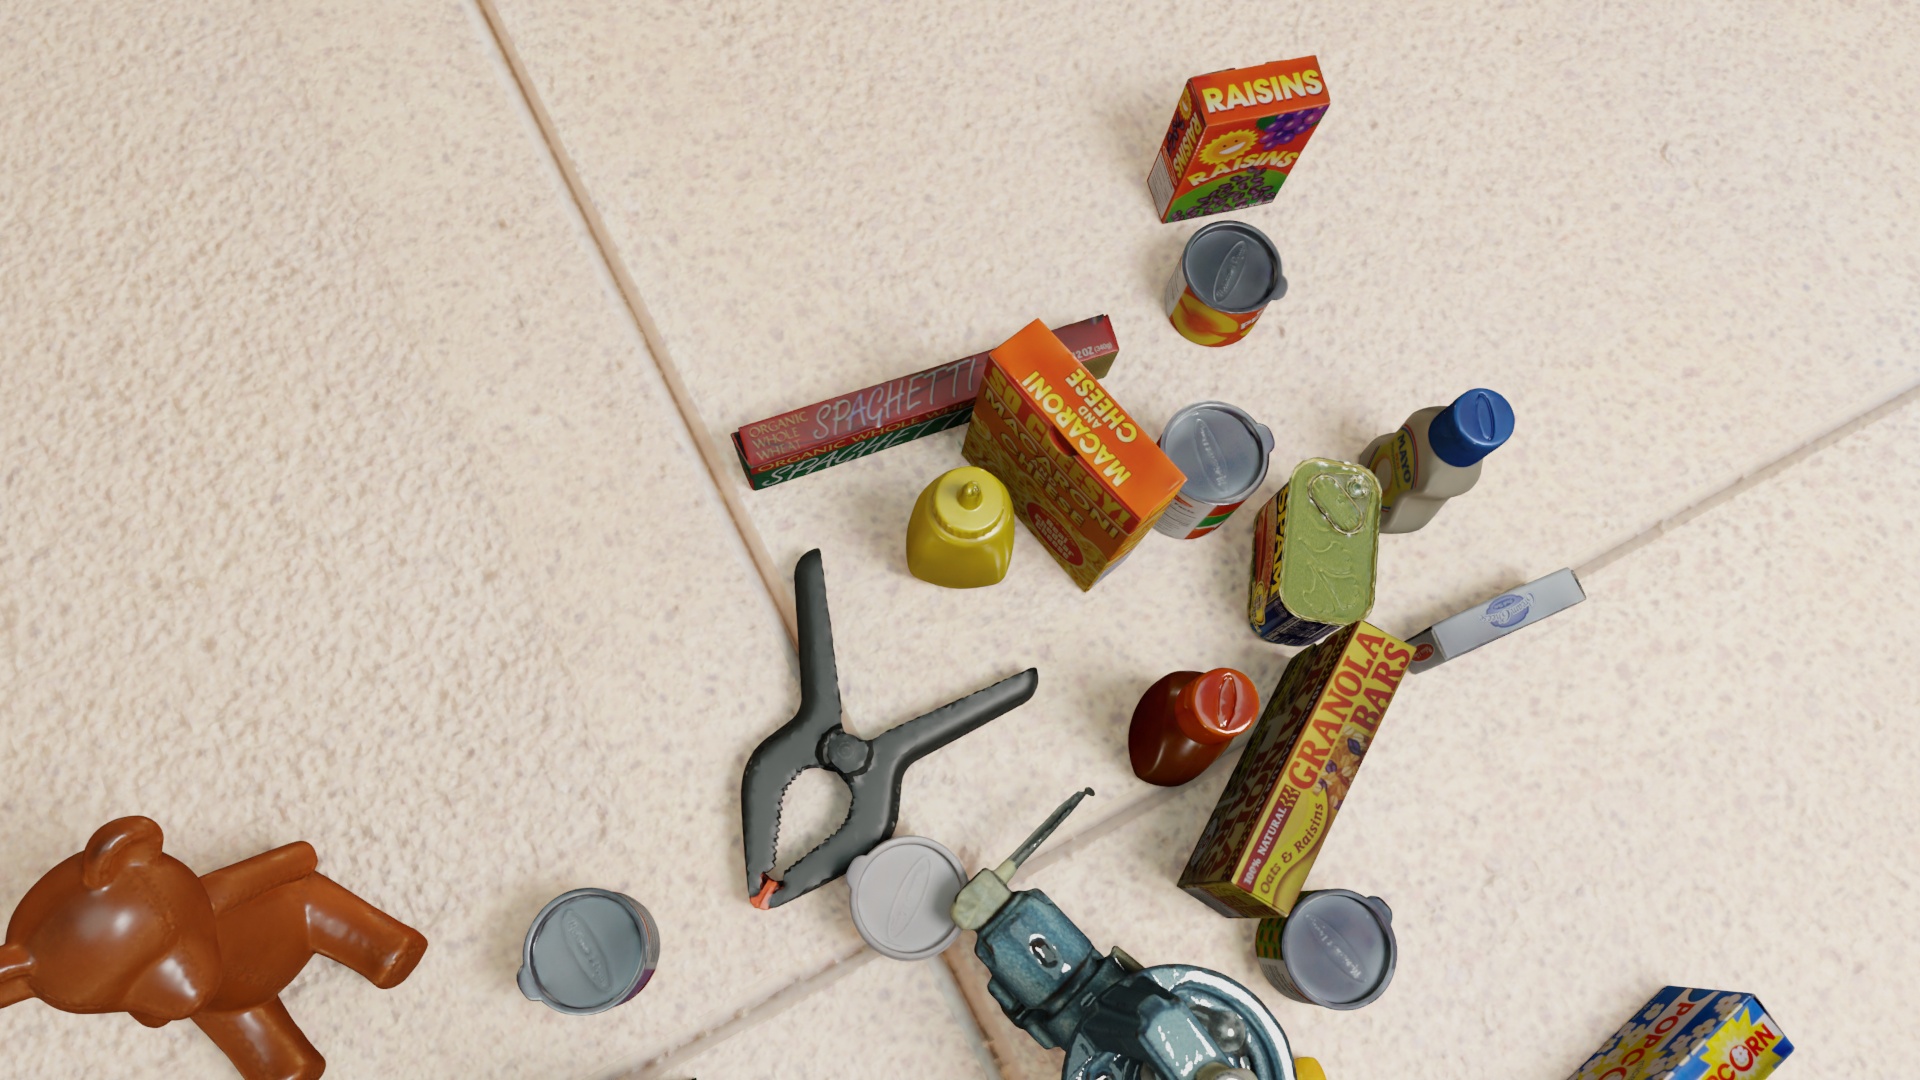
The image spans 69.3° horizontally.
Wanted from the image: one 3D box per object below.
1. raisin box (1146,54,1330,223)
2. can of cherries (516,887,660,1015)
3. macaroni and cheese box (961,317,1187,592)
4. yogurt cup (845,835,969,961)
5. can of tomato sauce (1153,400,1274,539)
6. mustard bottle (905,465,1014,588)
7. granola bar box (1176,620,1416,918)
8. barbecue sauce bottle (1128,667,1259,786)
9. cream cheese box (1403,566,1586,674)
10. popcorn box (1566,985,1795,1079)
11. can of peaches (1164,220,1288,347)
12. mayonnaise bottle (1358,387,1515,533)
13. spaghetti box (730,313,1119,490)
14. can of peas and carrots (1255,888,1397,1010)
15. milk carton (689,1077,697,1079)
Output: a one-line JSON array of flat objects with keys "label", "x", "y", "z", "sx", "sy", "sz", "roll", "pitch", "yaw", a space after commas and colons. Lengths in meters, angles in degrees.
[{"label": "raisin box", "x": 0.180, "y": -0.261, "z": 0.910, "sx": 0.086, "sy": 0.123, "sz": 0.040, "roll": -12, "pitch": 76, "yaw": -8}, {"label": "can of cherries", "x": -0.206, "y": 0.228, "z": 0.772, "sx": 0.071, "sy": 0.058, "sz": 0.071, "roll": 1, "pitch": 74, "yaw": -5}, {"label": "macaroni and cheese box", "x": 0.060, "y": -0.043, "z": 0.816, "sx": 0.040, "sy": 0.166, "sz": 0.124, "roll": -39, "pitch": 81, "yaw": -13}, {"label": "yogurt cup", "x": -0.030, "y": 0.205, "z": 0.796, "sx": 0.072, "sy": 0.053, "sz": 0.072, "roll": 1, "pitch": 74, "yaw": -5}, {"label": "can of tomato sauce", "x": 0.150, "y": -0.043, "z": 0.867, "sx": 0.071, "sy": 0.083, "sz": 0.071, "roll": 1, "pitch": 74, "yaw": -5}, {"label": "mustard bottle", "x": 0.003, "y": -0.010, "z": 0.804, "sx": 0.065, "sy": 0.159, "sz": 0.049, "roll": 5, "pitch": 74, "yaw": -3}, {"label": "granola bar box", "x": 0.189, "y": 0.134, "z": 0.799, "sx": 0.039, "sy": 0.124, "sz": 0.166, "roll": 30, "pitch": 74, "yaw": 4}, {"label": "barbecue sauce bottle", "x": 0.131, "y": 0.102, "z": 0.790, "sx": 0.044, "sy": 0.148, "sz": 0.065, "roll": 12, "pitch": 74, "yaw": -2}, {"label": "cream cheese box", "x": 0.332, "y": 0.051, "z": 0.871, "sx": 0.104, "sy": 0.053, "sz": 0.024, "roll": -21, "pitch": 78, "yaw": -10}, {"label": "popcorn box", "x": 0.394, "y": 0.309, "z": 0.787, "sx": 0.127, "sy": 0.085, "sz": 0.038, "roll": -36, "pitch": 80, "yaw": -13}, {"label": "can of peaches", "x": 0.175, "y": -0.167, "z": 0.917, "sx": 0.071, "sy": 0.058, "sz": 0.071, "roll": 1, "pitch": 74, "yaw": -5}, {"label": "mayonnaise bottle", "x": 0.287, "y": -0.051, "z": 0.847, "sx": 0.041, "sy": 0.147, "sz": 0.065, "roll": -2, "pitch": 75, "yaw": -5}, {"label": "spaghetti box", "x": -0.021, "y": -0.088, "z": 0.882, "sx": 0.250, "sy": 0.050, "sz": 0.029, "roll": -19, "pitch": 77, "yaw": -10}, {"label": "can of peas and carrots", "x": 0.212, "y": 0.234, "z": 0.806, "sx": 0.071, "sy": 0.058, "sz": 0.071, "roll": 1, "pitch": 74, "yaw": -5}, {"label": "milk carton", "x": -0.162, "y": 0.322, "z": 0.680, "sx": 0.073, "sy": 0.190, "sz": 0.072, "roll": -19, "pitch": 77, "yaw": -9}]
